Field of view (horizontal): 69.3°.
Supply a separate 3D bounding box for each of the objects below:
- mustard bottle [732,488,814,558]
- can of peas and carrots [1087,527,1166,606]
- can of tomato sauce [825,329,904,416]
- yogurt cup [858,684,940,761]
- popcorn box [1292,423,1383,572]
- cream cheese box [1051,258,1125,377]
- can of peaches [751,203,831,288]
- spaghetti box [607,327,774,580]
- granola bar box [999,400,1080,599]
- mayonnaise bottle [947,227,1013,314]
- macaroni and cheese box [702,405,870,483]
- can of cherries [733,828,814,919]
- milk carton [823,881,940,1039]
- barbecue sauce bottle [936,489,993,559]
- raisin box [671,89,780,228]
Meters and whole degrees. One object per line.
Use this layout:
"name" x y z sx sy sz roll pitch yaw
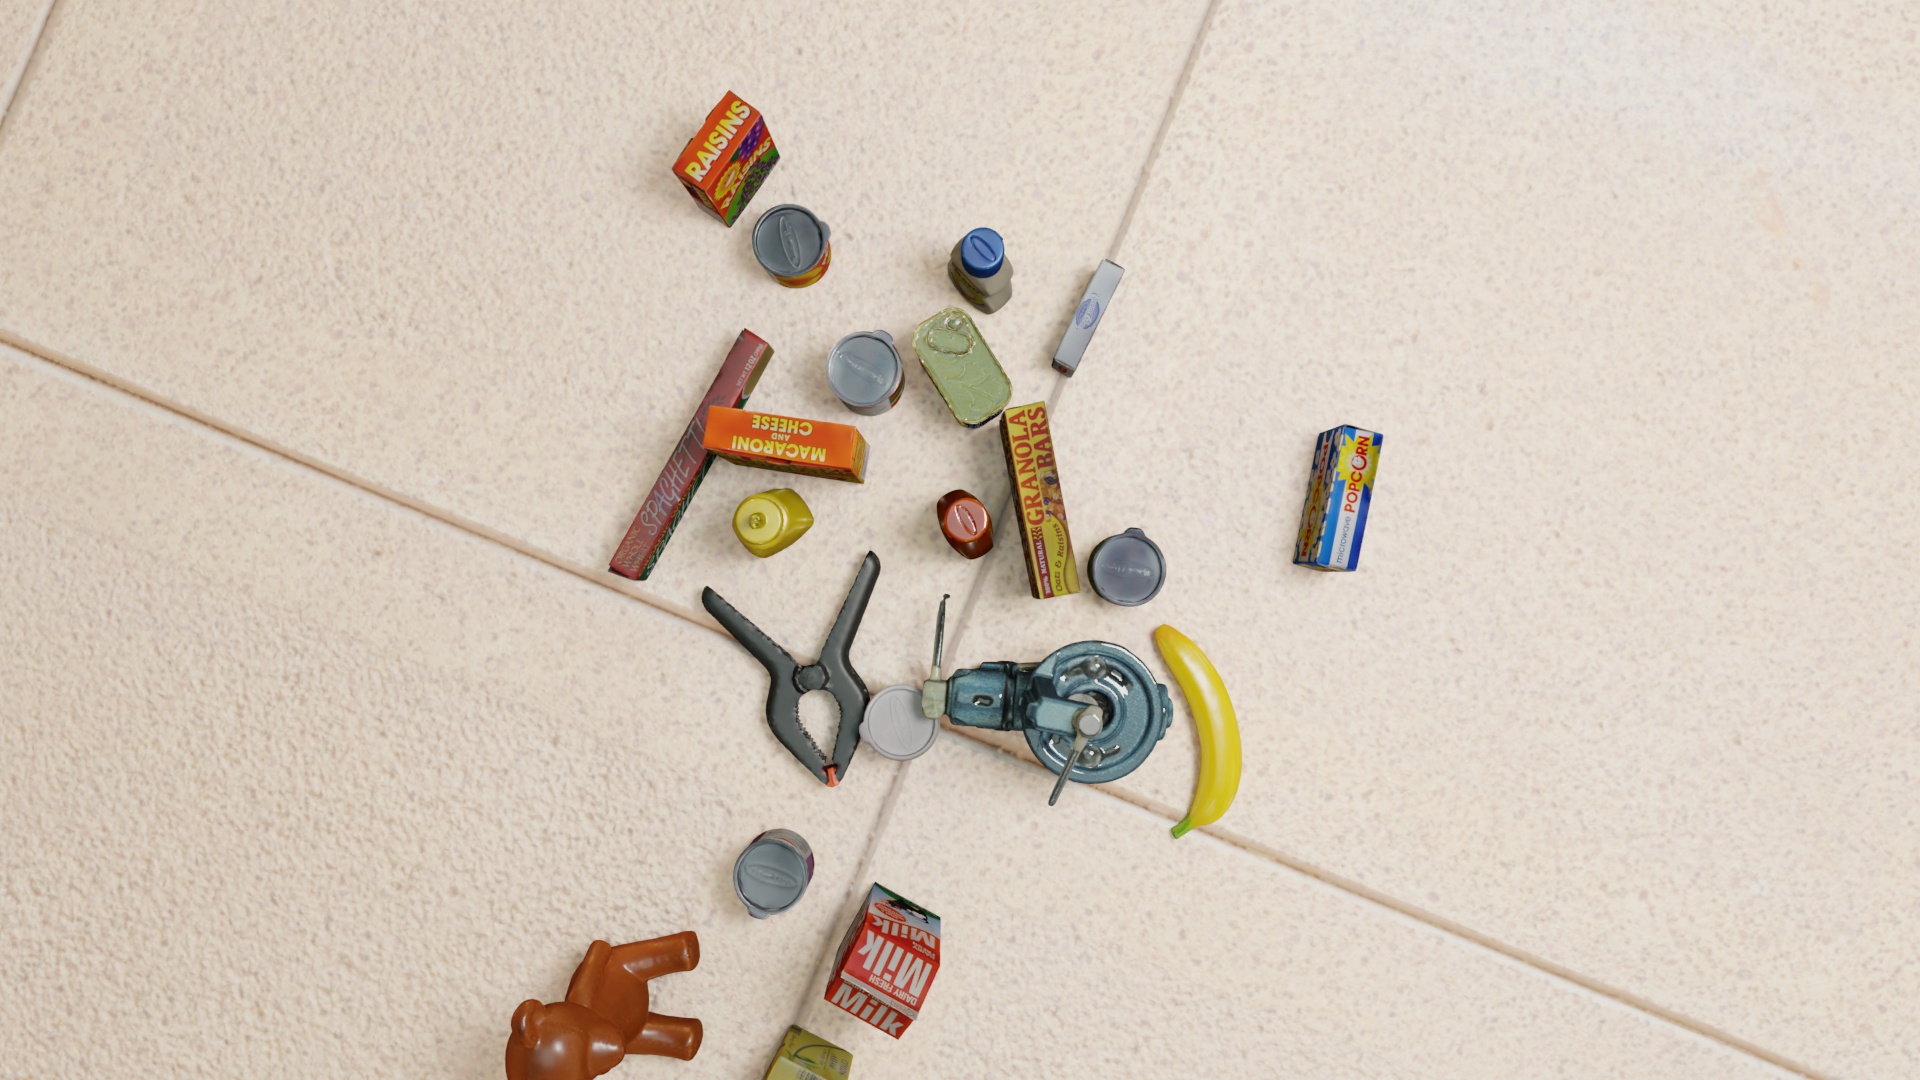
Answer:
"mustard bottle" -0.167 -0.017 1.204 0.065 0.160 0.049 -36 89 -1
"can of peas and carrots" 0.149 0.024 1.255 0.071 0.058 0.071 0 88 0
"can of tomato sauce" -0.083 -0.150 1.247 0.071 0.083 0.071 0 89 0
"yogurt cup" -0.052 0.162 1.252 0.072 0.054 0.072 0 88 0
"popcorn box" 0.337 -0.035 1.244 0.038 0.085 0.126 12 88 0
"cream cheese box" 0.115 -0.202 1.264 0.024 0.053 0.104 26 88 1
"can of peaches" -0.150 -0.267 1.263 0.071 0.058 0.071 0 88 0
"spaghetti box" -0.243 -0.075 1.261 0.029 0.050 0.250 29 88 1
"granola bar box" 0.068 -0.032 1.223 0.039 0.124 0.165 -11 88 0
"mayonnaise bottle" 0.018 -0.240 1.218 0.041 0.148 0.065 -44 89 -1
"macaroni and cheese box" -0.146 -0.080 1.203 0.124 0.166 0.040 8 89 0
"can of cherries" -0.168 0.298 1.245 0.071 0.058 0.071 0 88 0
"milk carton" -0.064 0.358 1.177 0.072 0.190 0.073 29 89 1
"barbecue sauce bottle" 0.004 -0.015 1.211 0.044 0.148 0.065 -30 89 -1
"raisin box" -0.206 -0.336 1.233 0.040 0.123 0.086 36 89 1
